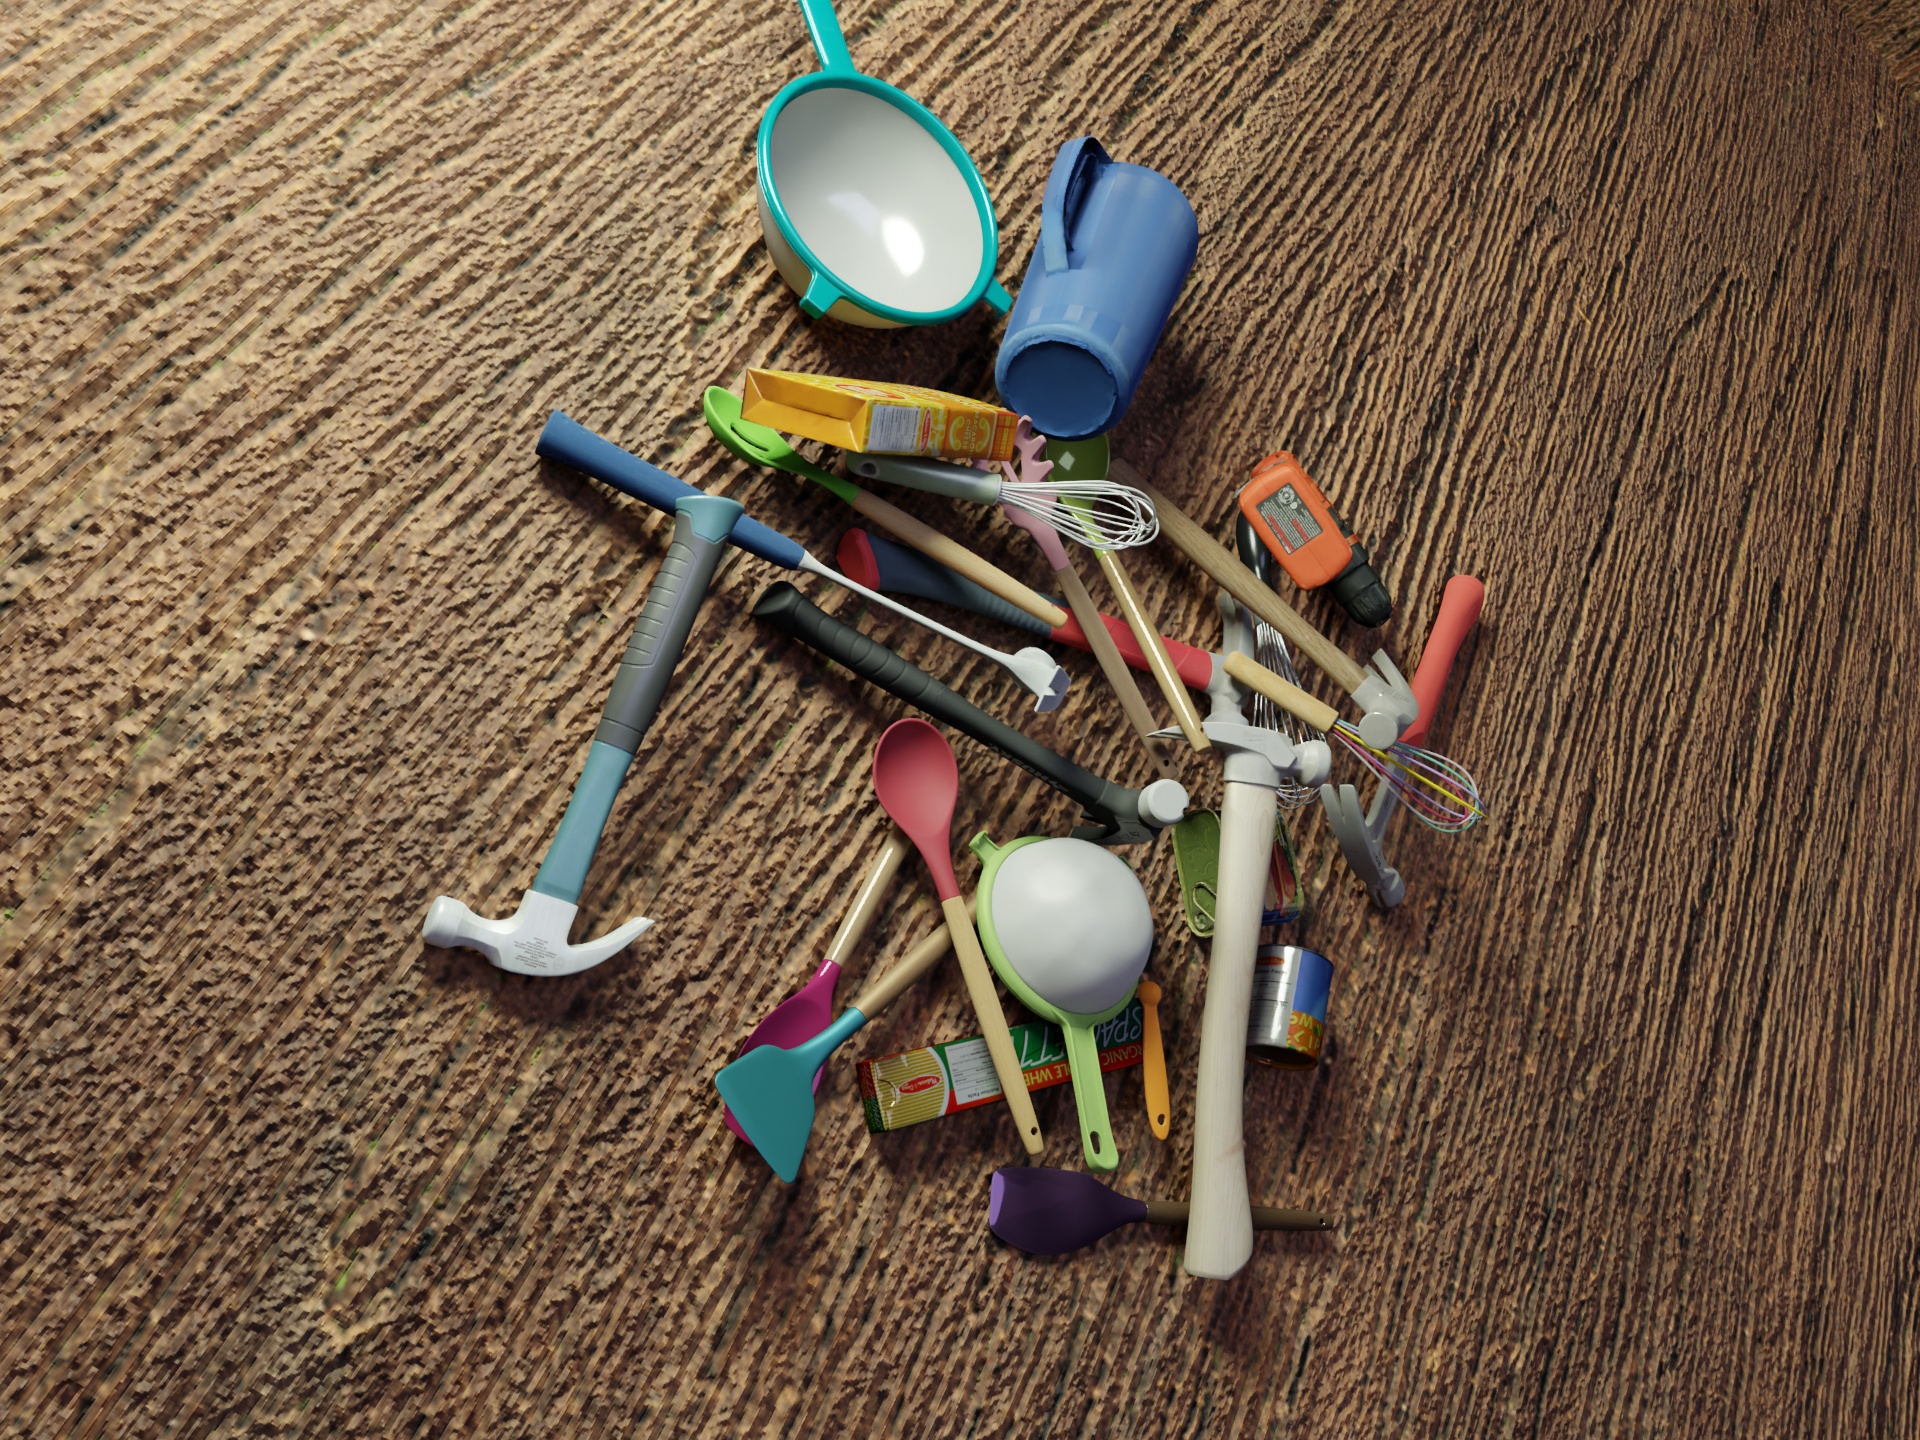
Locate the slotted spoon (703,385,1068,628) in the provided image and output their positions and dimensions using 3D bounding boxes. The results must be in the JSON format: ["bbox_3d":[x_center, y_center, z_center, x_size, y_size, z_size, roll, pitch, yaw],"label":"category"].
[{"bbox_3d":[-0.056,-0.151,1.176,0.313,0.031,0.070,30,26,-8],"label":"slotted spoon"}]

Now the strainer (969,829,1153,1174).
[{"bbox_3d":[0.096,0.188,1.137,0.151,0.069,0.257,13,54,-32],"label":"strainer"}]

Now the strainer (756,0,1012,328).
[{"bbox_3d":[-0.100,-0.444,1.243,0.211,0.095,0.340,-12,79,-38],"label":"strainer"}]

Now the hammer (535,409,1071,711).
[{"bbox_3d":[-0.102,-0.107,1.109,0.405,0.144,0.035,26,96,-11],"label":"hammer"}]

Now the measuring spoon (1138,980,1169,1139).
[{"bbox_3d":[0.147,0.253,1.187,0.021,0.011,0.117,6,73,-32],"label":"measuring spoon"}]

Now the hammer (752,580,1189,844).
[{"bbox_3d":[-0.002,-0.004,1.161,0.334,0.146,0.035,31,71,-8],"label":"hammer"}]

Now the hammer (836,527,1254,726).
[{"bbox_3d":[0.080,-0.094,1.278,0.386,0.038,0.143,17,65,-27],"label":"hammer"}]

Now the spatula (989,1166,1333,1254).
[{"bbox_3d":[0.156,0.370,1.188,0.315,0.018,0.060,12,73,-28],"label":"spatula"}]

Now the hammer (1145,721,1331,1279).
[{"bbox_3d":[0.195,0.205,1.202,0.146,0.038,0.411,10,79,-15],"label":"hammer"}]

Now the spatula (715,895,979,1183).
[{"bbox_3d":[-0.047,0.187,1.089,0.317,0.044,0.082,-38,95,-41],"label":"spatula"}]

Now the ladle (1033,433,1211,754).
[{"bbox_3d":[0.134,-0.115,1.253,0.078,0.062,0.320,5,52,-43],"label":"ladle"}]

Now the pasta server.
[{"bbox_3d":[0.093,-0.095,1.240,0.060,0.040,0.316,-27,90,-4],"label":"pasta server"}]

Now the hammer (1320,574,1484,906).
[{"bbox_3d":[0.412,-0.012,1.443,0.149,0.037,0.359,59,47,-34],"label":"hammer"}]

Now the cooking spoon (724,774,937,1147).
[{"bbox_3d":[-0.078,0.150,1.109,0.068,0.017,0.319,47,55,-28],"label":"cooking spoon"}]

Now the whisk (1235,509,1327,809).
[{"bbox_3d":[0.270,-0.059,1.381,0.070,0.070,0.285,8,65,-31],"label":"whisk"}]

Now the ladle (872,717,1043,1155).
[{"bbox_3d":[0.003,0.150,1.119,0.069,0.031,0.315,-12,76,-29],"label":"ladle"}]

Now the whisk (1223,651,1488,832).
[{"bbox_3d":[0.323,0.016,1.305,0.245,0.051,0.047,33,34,9],"label":"whisk"}]

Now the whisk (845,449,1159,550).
[{"bbox_3d":[0.034,-0.172,1.192,0.246,0.057,0.059,11,50,-13],"label":"whisk"}]

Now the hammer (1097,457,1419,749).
[{"bbox_3d":[0.246,-0.105,1.323,0.331,0.031,0.130,43,28,11],"label":"hammer"}]

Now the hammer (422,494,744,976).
[{"bbox_3d":[-0.216,0.004,1.012,0.128,0.033,0.331,25,78,-24],"label":"hammer"}]
